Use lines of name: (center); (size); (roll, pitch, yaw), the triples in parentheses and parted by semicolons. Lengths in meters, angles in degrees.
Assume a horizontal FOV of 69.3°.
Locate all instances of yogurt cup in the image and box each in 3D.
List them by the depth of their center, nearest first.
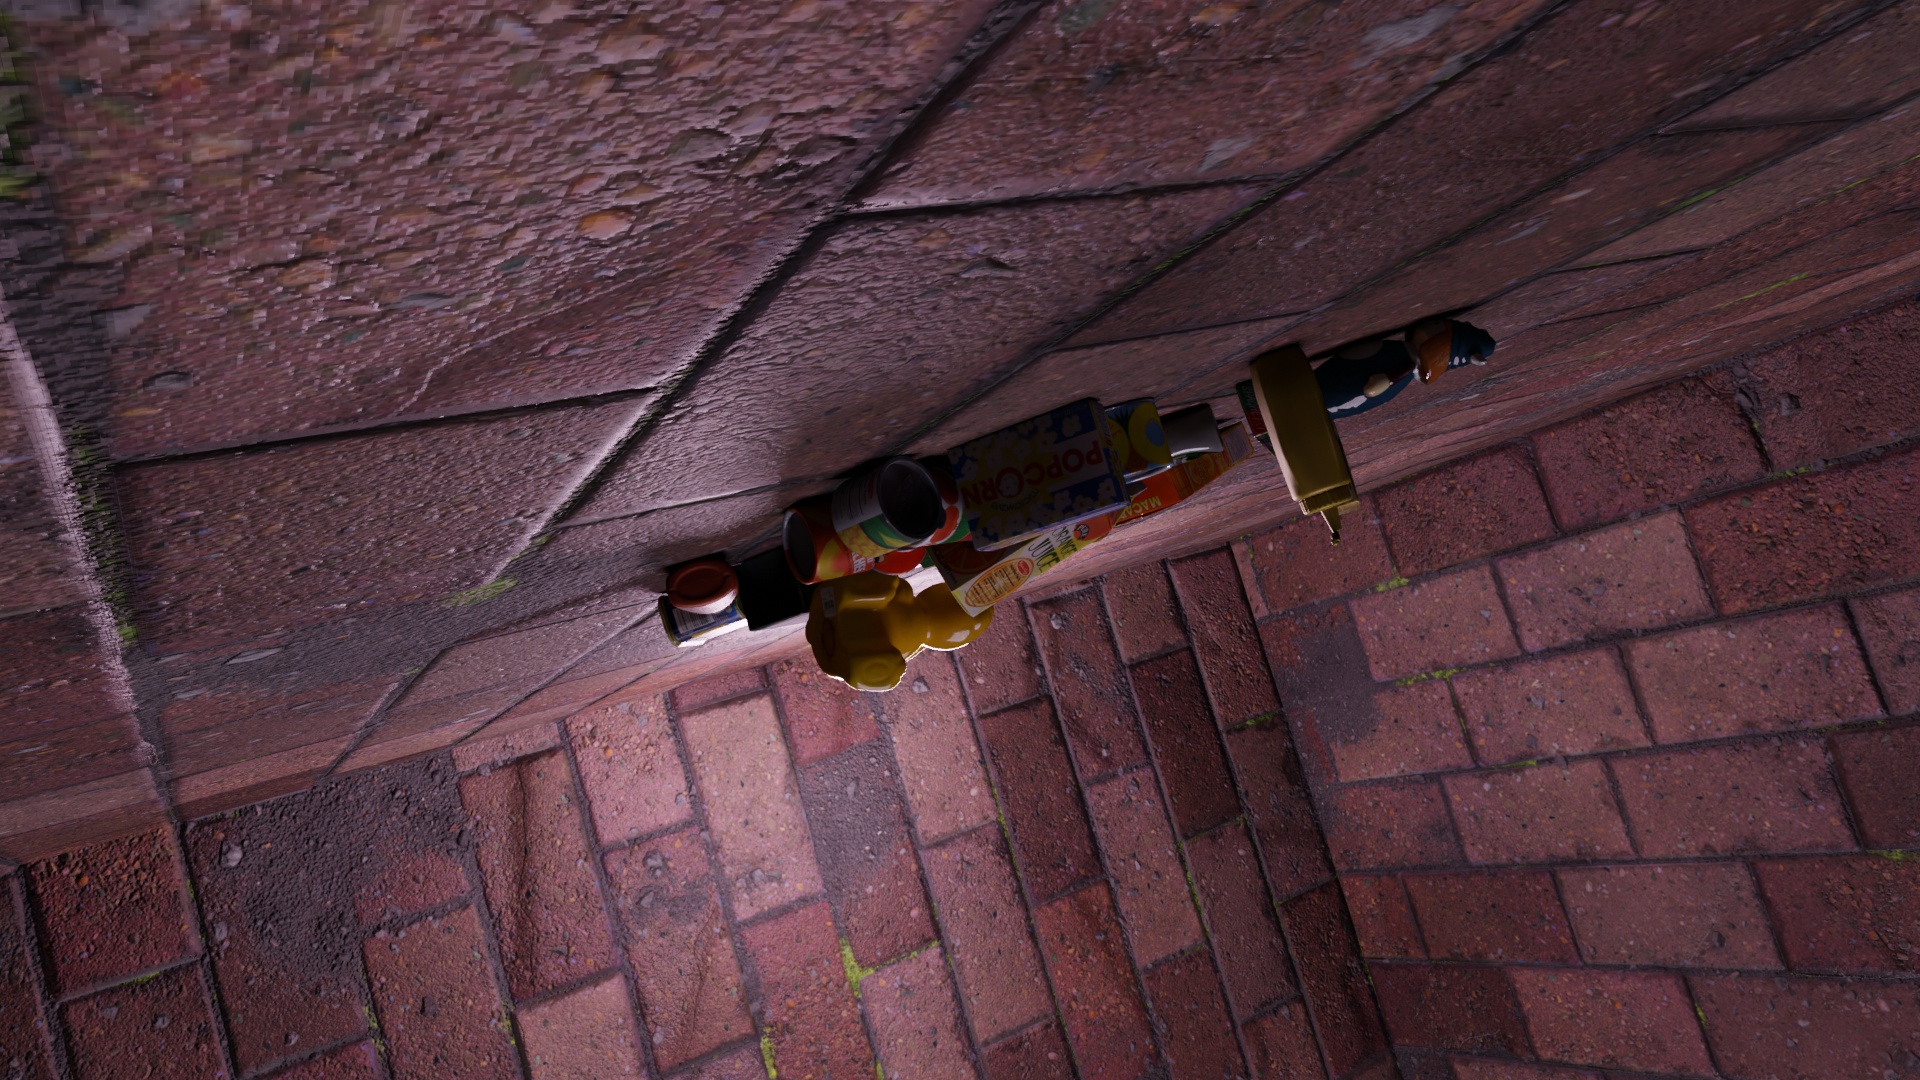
yogurt cup: (-0.058, -0.008, 1.259); (0.072, 0.072, 0.053); (-15, 166, -18)

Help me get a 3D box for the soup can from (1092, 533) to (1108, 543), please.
soup can: (0.137, -0.029, 1.598); (0.071, 0.071, 0.084); (-19, 174, 22)

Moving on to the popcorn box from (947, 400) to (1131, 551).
popcorn box: (0.061, -0.049, 1.085); (0.126, 0.085, 0.038); (-19, 172, 22)

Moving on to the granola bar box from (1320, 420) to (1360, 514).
granola bar box: (0.359, -0.088, 1.377); (0.039, 0.124, 0.165); (-19, 174, 16)

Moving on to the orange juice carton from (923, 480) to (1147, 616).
orange juice carton: (0.065, -0.021, 1.217); (0.193, 0.072, 0.073); (-32, 154, 0)

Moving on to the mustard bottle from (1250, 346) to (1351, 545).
mustard bottle: (0.277, -0.073, 1.107); (0.049, 0.160, 0.065); (-19, 175, 8)

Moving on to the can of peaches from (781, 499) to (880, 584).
can of peaches: (-0.108, 0.000, 1.153); (0.058, 0.071, 0.071); (-12, 173, -30)

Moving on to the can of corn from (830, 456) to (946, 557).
can of corn: (-0.056, -0.024, 1.074); (0.058, 0.071, 0.071); (-21, 173, 42)

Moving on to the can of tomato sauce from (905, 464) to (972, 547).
can of tomato sauce: (-0.017, -0.031, 1.142); (0.071, 0.071, 0.083); (-21, 172, 34)

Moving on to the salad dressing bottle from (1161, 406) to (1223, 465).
salad dressing bottle: (0.168, -0.081, 1.291); (0.147, 0.044, 0.064); (-18, 180, 15)

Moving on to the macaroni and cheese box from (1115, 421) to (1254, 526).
macaroni and cheese box: (0.206, -0.063, 1.405); (0.123, 0.040, 0.167); (-20, -173, 41)

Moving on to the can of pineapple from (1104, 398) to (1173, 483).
can of pineapple: (0.136, -0.080, 1.149); (0.071, 0.058, 0.071); (-16, 174, -2)

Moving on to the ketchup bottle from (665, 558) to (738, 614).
ketchup bottle: (-0.245, 0.047, 1.341); (0.065, 0.043, 0.148); (-15, 175, -7)

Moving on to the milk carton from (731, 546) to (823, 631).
milk carton: (-0.143, 0.043, 1.449); (0.073, 0.072, 0.191); (-20, 172, 31)

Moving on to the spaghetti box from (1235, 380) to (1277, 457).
spaghetti box: (0.293, -0.114, 1.315); (0.028, 0.050, 0.250); (-20, 173, 15)

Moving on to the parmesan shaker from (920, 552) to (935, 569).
parmesan shaker: (0.005, -0.017, 1.321); (0.103, 0.071, 0.071); (-17, 174, 7)
